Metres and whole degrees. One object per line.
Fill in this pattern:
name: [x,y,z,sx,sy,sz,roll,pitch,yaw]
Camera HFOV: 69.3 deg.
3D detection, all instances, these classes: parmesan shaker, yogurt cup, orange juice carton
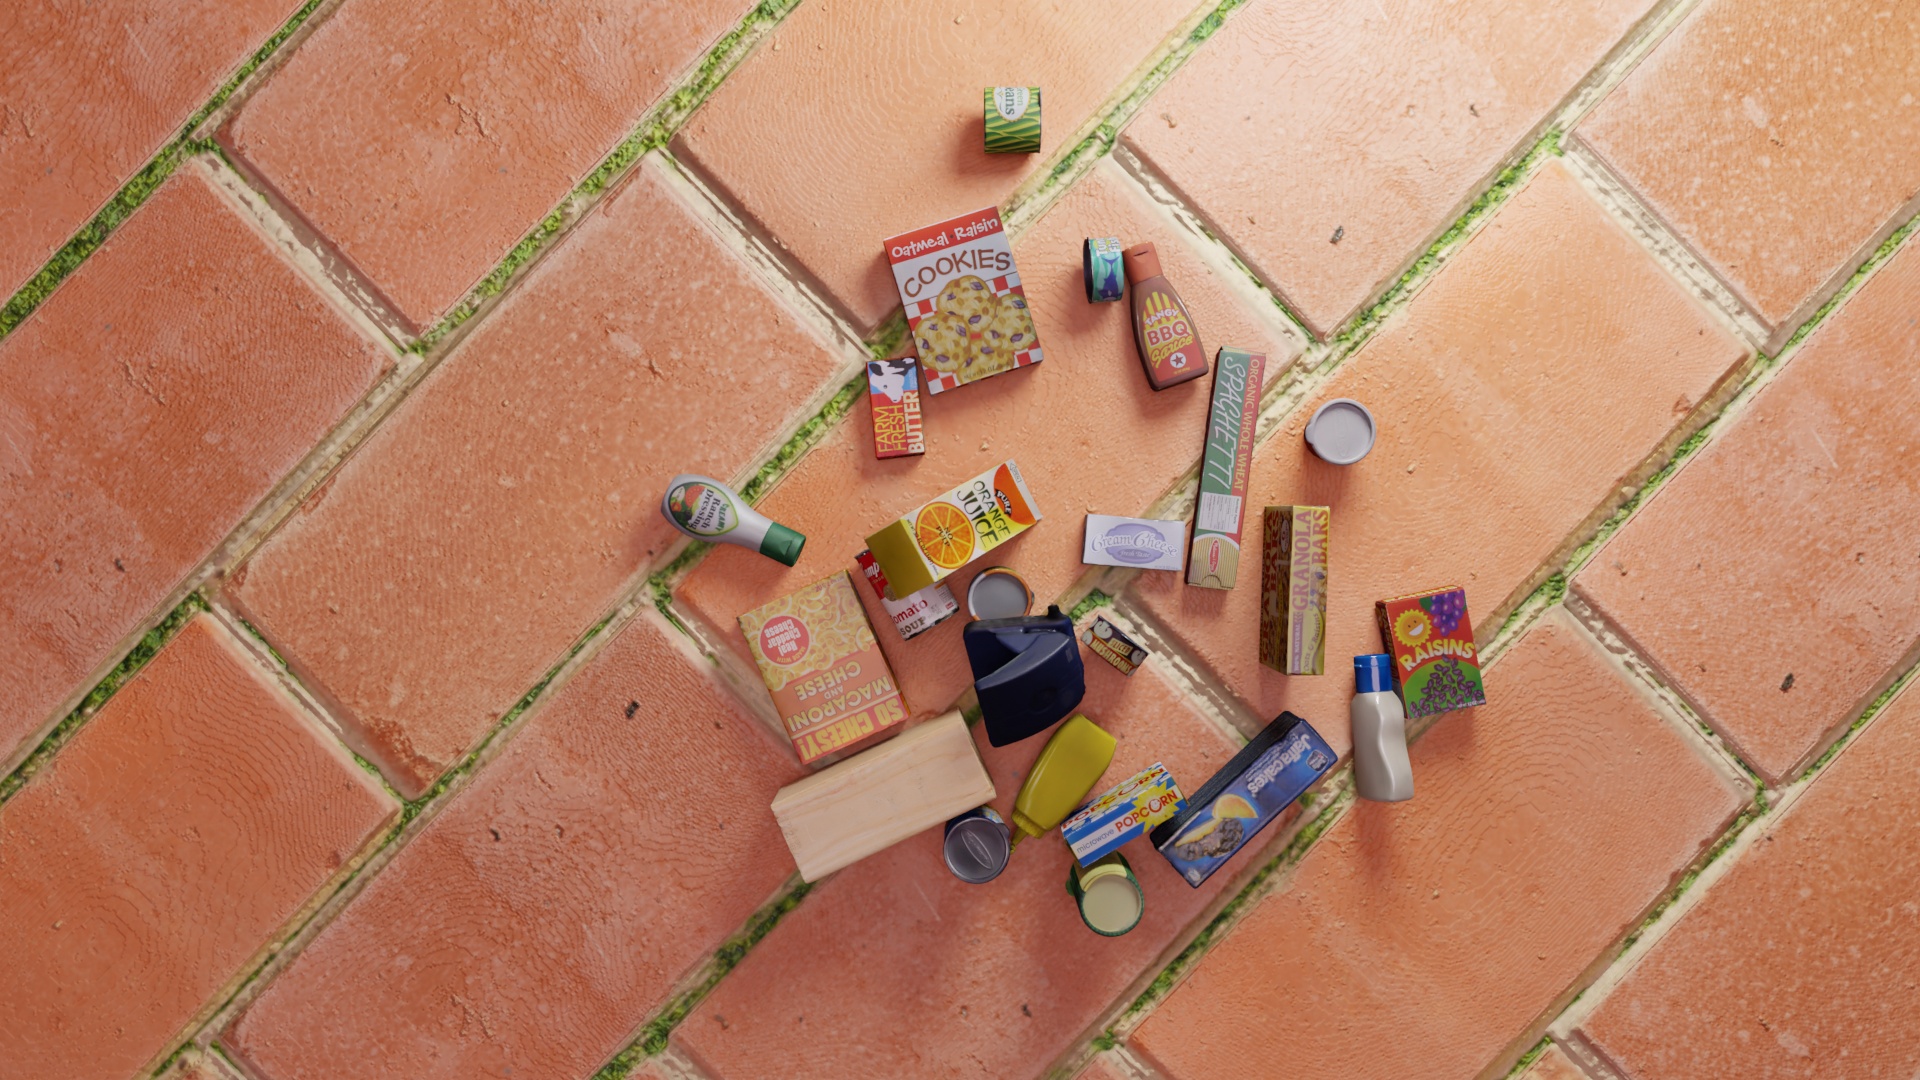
parmesan shaker: [0.145,0.355,1.403,0.071,0.103,0.071,0,91,0]
yogurt cup: [0.386,-0.110,1.427,0.072,0.054,0.072,0,91,0]
orange juice carton: [0.005,-0.017,1.391,0.193,0.072,0.072,-30,91,-39]

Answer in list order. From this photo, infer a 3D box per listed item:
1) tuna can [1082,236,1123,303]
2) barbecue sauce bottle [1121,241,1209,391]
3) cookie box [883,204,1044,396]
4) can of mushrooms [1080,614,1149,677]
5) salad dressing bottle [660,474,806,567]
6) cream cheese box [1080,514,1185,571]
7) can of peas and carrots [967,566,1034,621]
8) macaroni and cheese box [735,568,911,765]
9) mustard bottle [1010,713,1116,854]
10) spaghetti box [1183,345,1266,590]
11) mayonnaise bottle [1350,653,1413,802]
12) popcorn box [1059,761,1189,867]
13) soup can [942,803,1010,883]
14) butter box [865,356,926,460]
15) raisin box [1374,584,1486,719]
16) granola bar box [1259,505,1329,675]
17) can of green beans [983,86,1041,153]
tuna can: [0.145,-0.278,1.418,0.033,0.071,0.071,-6,91,-2]
barbecue sauce bottle: [0.204,-0.232,1.431,0.065,0.043,0.148,-19,90,1]
cookie box: [0.003,-0.247,1.432,0.123,0.040,0.167,-17,91,0]
can of mushrooms: [0.158,0.108,1.418,0.071,0.071,0.033,38,92,-1]
salad dressing bottle: [-0.233,-0.019,1.429,0.148,0.044,0.064,24,89,-1]
cream cheese box: [0.179,0.002,1.442,0.104,0.024,0.053,4,89,-1]
can of peas and carrots: [0.042,0.060,1.424,0.071,0.059,0.071,0,91,0]
macaroni and cheese box: [-0.139,0.129,1.432,0.124,0.040,0.166,-24,90,0]
mustard bottle: [0.095,0.255,1.430,0.065,0.049,0.160,37,91,2]
spaghetti box: [0.274,-0.074,1.439,0.050,0.028,0.250,8,90,0]
mayonnaise bottle: [0.430,0.192,1.426,0.041,0.064,0.148,-3,86,-21]
popcorn box: [0.164,0.278,1.412,0.127,0.085,0.038,-30,90,0]
soup can: [0.018,0.304,1.412,0.071,0.084,0.071,0,91,0]
butter box: [-0.067,-0.137,1.439,0.053,0.024,0.103,-6,90,-1]
raisin box: [0.486,0.115,1.437,0.086,0.040,0.123,-12,92,1]
granola bar box: [0.334,0.047,1.392,0.039,0.124,0.165,2,91,-1]
can of green beans: [0.053,-0.429,1.419,0.058,0.071,0.071,0,91,0]
